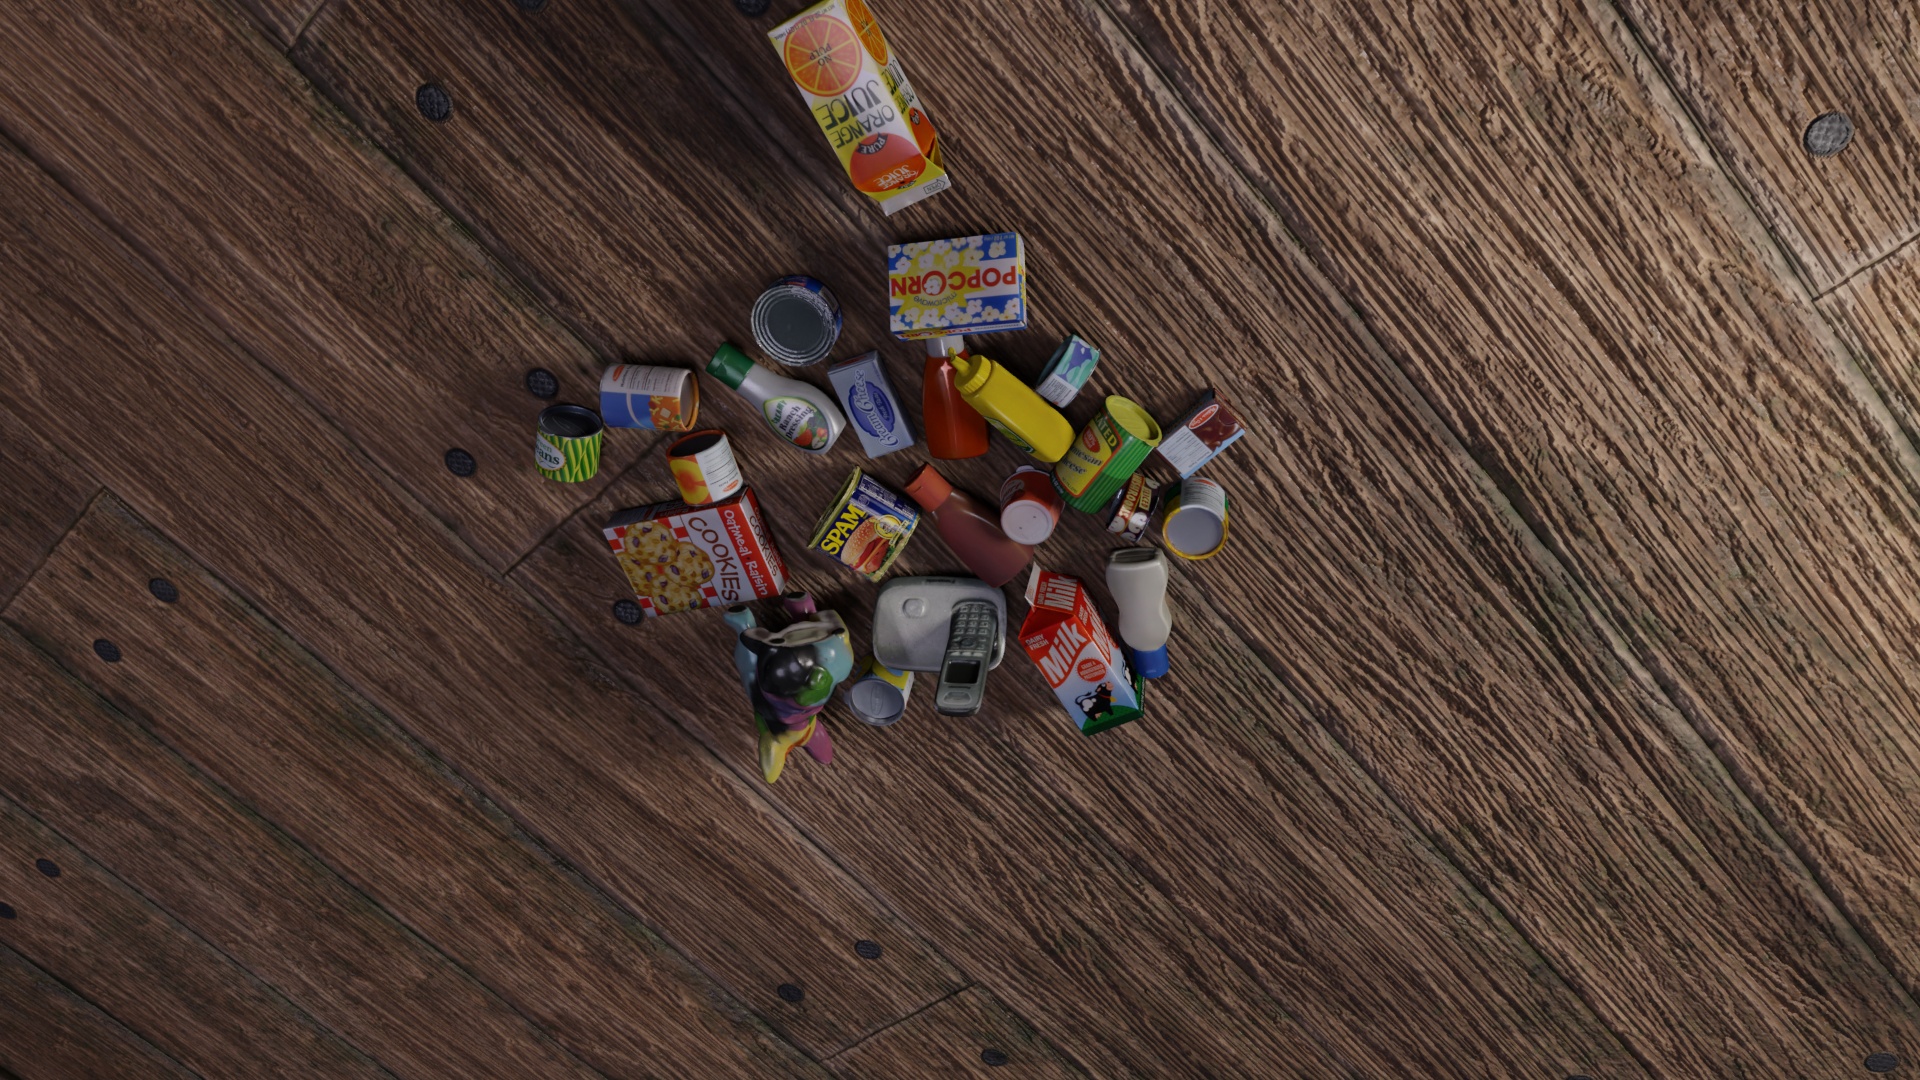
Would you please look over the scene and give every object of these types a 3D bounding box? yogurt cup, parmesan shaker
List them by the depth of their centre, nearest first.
[{"bbox_3d":[0.143,-0.082,1.370,0.071,0.072,0.102,32,121,-9],"label":"parmesan shaker"},{"bbox_3d":[0.071,-0.032,1.424,0.072,0.054,0.072,5,122,7],"label":"yogurt cup"}]

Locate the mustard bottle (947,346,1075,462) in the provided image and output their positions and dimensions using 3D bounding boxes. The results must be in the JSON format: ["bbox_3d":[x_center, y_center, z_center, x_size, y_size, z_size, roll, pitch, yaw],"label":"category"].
[{"bbox_3d":[0.040,-0.136,1.342,0.160,0.065,0.049,37,86,-29],"label":"mustard bottle"}]

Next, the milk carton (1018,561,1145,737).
[{"bbox_3d":[0.122,0.112,1.491,0.073,0.073,0.190,-24,114,23],"label":"milk carton"}]

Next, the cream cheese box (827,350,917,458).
[{"bbox_3d":[-0.088,-0.137,1.407,0.053,0.024,0.103,-16,117,19],"label":"cream cheese box"}]

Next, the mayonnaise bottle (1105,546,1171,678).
[{"bbox_3d":[0.194,0.078,1.476,0.065,0.041,0.147,-5,121,15],"label":"mayonnaise bottle"}]

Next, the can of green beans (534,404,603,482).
[{"bbox_3d":[-0.413,-0.102,1.463,0.071,0.071,0.057,17,123,0],"label":"can of green beans"}]

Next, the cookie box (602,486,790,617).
[{"bbox_3d":[-0.288,0.014,1.525,0.167,0.040,0.122,-10,121,16],"label":"cookie box"}]

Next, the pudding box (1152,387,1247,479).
[{"bbox_3d":[0.235,-0.104,1.365,0.049,0.030,0.083,42,119,-14],"label":"pudding box"}]

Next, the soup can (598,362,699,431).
[{"bbox_3d":[-0.317,-0.144,1.421,0.084,0.072,0.071,5,122,7],"label":"soup can"}]

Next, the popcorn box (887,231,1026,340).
[{"bbox_3d":[-0.003,-0.237,1.299,0.127,0.038,0.085,-3,84,13],"label":"popcorn box"}]

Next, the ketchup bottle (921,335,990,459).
[{"bbox_3d":[-0.010,-0.154,1.371,0.065,0.044,0.148,-5,120,7],"label":"ketchup bottle"}]

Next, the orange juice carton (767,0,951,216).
[{"bbox_3d":[-0.084,-0.384,1.228,0.071,0.073,0.192,-22,115,21],"label":"orange juice carton"}]

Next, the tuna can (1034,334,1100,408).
[{"bbox_3d":[0.104,-0.165,1.333,0.033,0.071,0.070,33,121,-9],"label":"tuna can"}]

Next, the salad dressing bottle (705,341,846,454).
[{"bbox_3d":[-0.188,-0.145,1.409,0.147,0.044,0.064,34,122,-10],"label":"salad dressing bottle"}]

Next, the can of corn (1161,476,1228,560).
[{"bbox_3d":[0.236,-0.020,1.398,0.071,0.058,0.070,5,121,8],"label":"can of corn"}]

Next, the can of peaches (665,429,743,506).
[{"bbox_3d":[-0.270,-0.077,1.453,0.071,0.071,0.057,-9,119,15],"label":"can of peaches"}]

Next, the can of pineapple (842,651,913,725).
[{"bbox_3d":[-0.091,0.165,1.571,0.071,0.058,0.070,5,121,8],"label":"can of pineapple"}]

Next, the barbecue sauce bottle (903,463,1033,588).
[{"bbox_3d":[0.005,-0.018,1.451,0.148,0.044,0.064,43,119,-15],"label":"barbecue sauce bottle"}]

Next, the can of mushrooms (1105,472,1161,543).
[{"bbox_3d":[0.174,-0.034,1.395,0.033,0.071,0.070,24,122,-2],"label":"can of mushrooms"}]
